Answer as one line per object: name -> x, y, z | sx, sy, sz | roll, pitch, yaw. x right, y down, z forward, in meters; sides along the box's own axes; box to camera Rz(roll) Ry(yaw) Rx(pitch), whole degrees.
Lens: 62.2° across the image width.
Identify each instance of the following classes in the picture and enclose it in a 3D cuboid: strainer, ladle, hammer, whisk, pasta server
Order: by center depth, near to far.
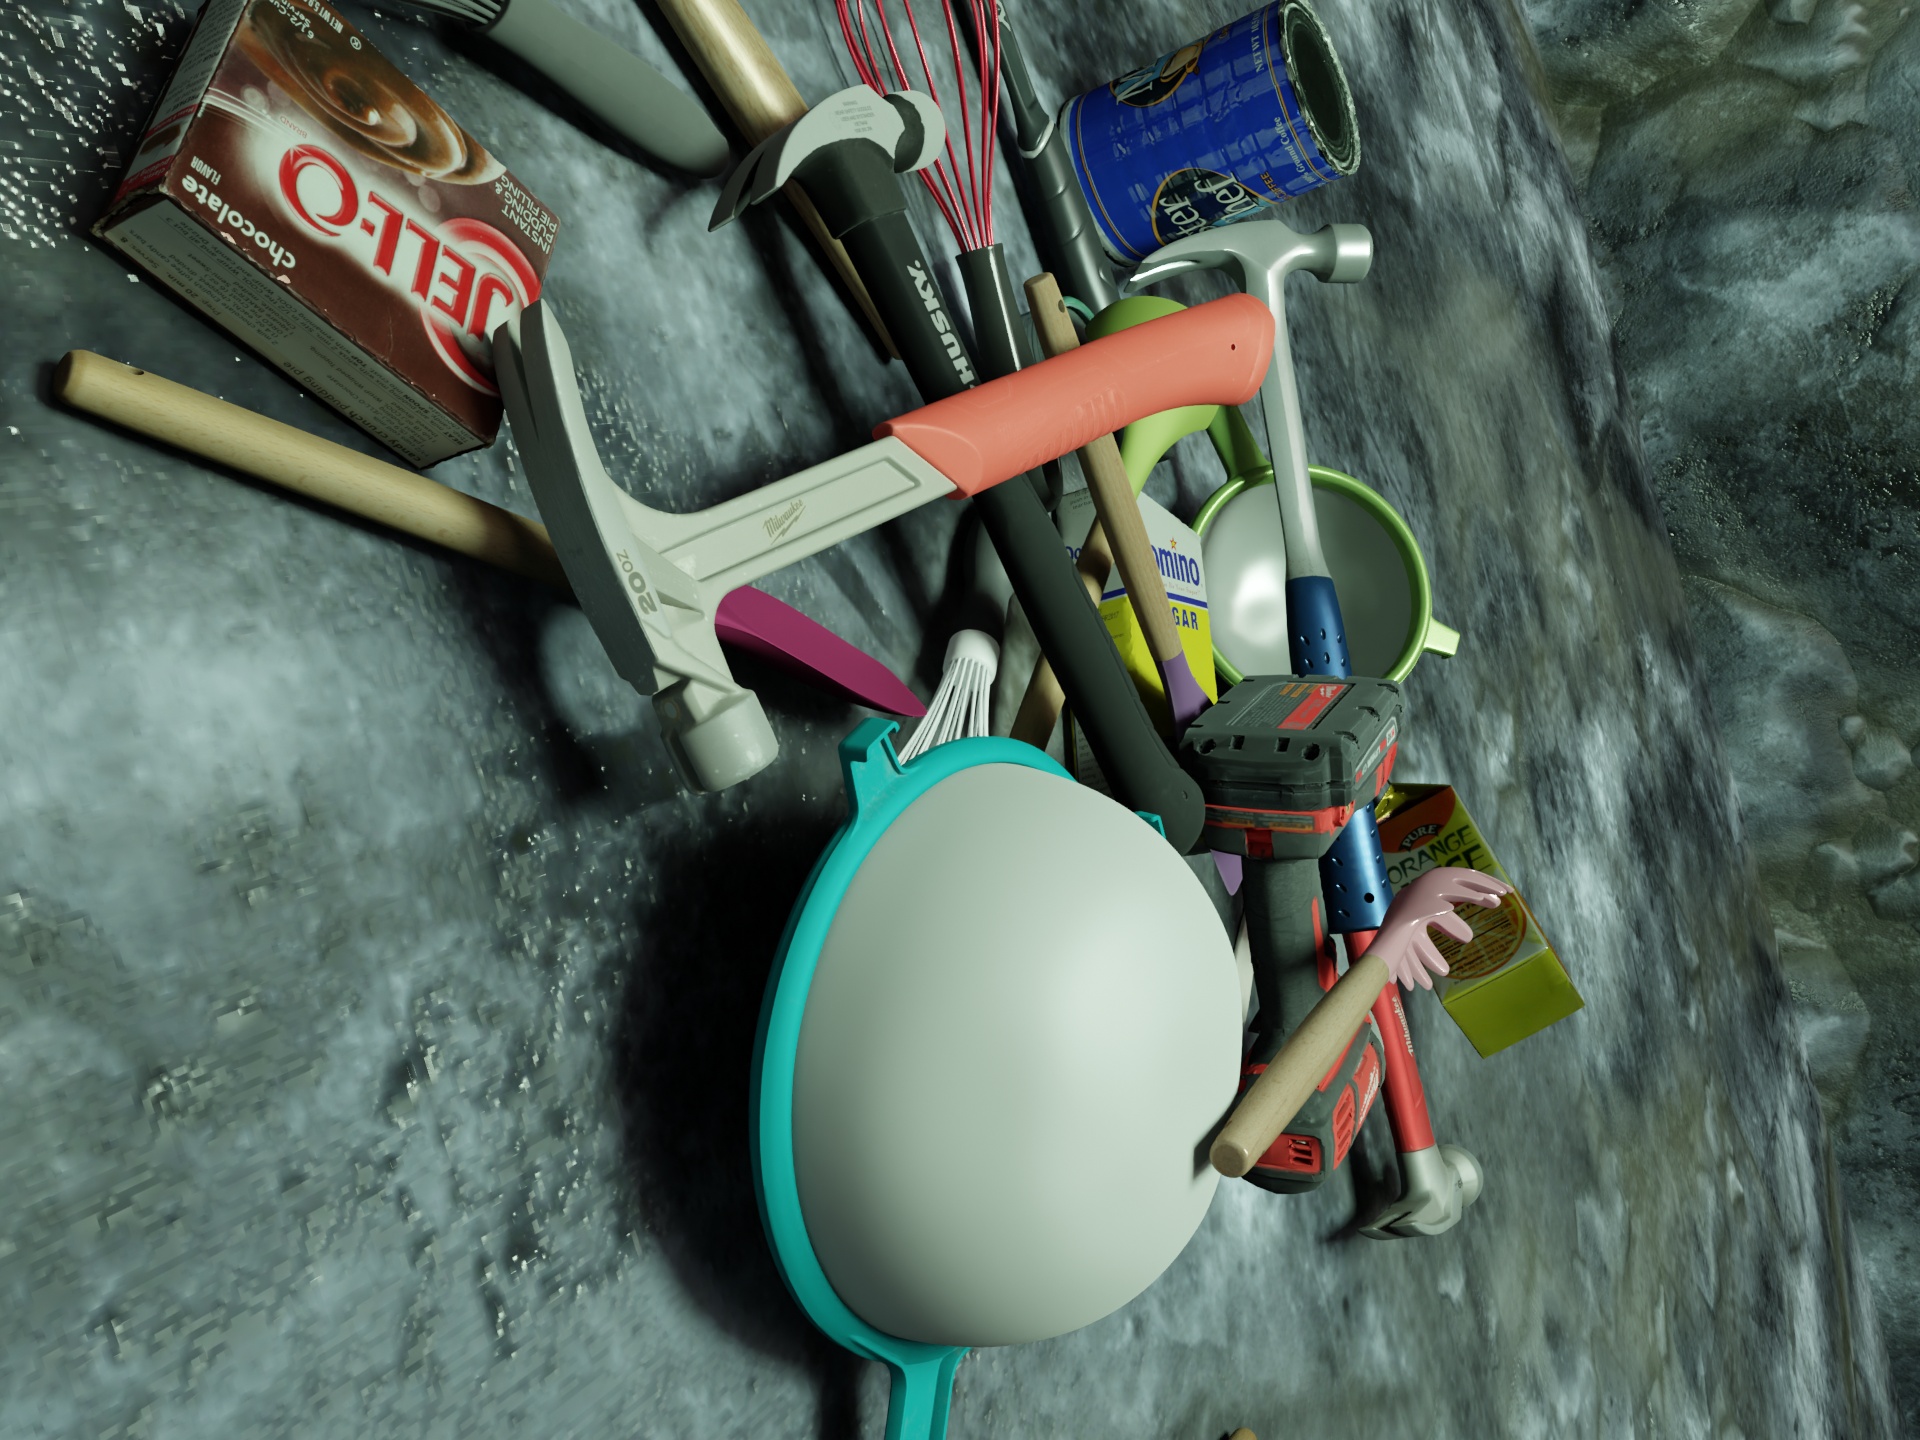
strainer -> 0.025, 0.175, 0.511 | 0.210, 0.095, 0.340 | 21, 75, -53
whisk -> -0.154, -0.233, 0.517 | 0.238, 0.055, 0.055 | 16, 65, -59
hammer -> 0.006, -0.113, 0.578 | 0.359, 0.037, 0.149 | -31, 104, -42
hammer -> -0.102, -0.281, 0.622 | 0.331, 0.031, 0.130 | 52, 40, -33
pasta server -> 0.162, 0.112, 0.625 | 0.040, 0.060, 0.316 | 38, 25, 17
hammer -> 0.015, -0.090, 0.642 | 0.146, 0.035, 0.334 | -41, 107, -54
whisk -> 0.000, -0.001, 0.649 | 0.070, 0.070, 0.285 | 51, 36, -33
ladle -> 0.054, -0.067, 0.735 | 0.078, 0.062, 0.320 | 30, 66, -21
whisk -> 0.004, -0.240, 0.746 | 0.073, 0.073, 0.295 | -35, 114, -55
hammer -> 0.035, -0.328, 0.844 | 0.149, 0.036, 0.409 | -37, 109, -56
hammer -> 0.184, -0.087, 0.874 | 0.144, 0.035, 0.406 | -4, 78, -12
strainer -> 0.169, -0.116, 0.934 | 0.151, 0.069, 0.256 | -21, 80, -15
hammer -> 0.227, 0.102, 0.937 | 0.143, 0.038, 0.386 | 7, 68, -58

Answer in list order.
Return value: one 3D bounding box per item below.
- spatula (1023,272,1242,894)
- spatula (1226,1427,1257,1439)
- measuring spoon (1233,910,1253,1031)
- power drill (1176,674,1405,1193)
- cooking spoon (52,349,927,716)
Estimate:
spatula -> 0.087, -0.053, 0.719 | 0.060, 0.018, 0.315 | -57, 133, -44
spatula -> 0.065, 0.368, 0.611 | 0.317, 0.044, 0.082 | -22, 93, -58
measuring spoon -> 0.164, 0.124, 0.876 | 0.034, 0.018, 0.124 | 52, 40, -32
power drill -> 0.164, 0.095, 0.752 | 0.143, 0.078, 0.219 | -32, 120, -56
cooking spoon -> -0.120, -0.048, 0.505 | 0.318, 0.017, 0.069 | 21, 19, -49
